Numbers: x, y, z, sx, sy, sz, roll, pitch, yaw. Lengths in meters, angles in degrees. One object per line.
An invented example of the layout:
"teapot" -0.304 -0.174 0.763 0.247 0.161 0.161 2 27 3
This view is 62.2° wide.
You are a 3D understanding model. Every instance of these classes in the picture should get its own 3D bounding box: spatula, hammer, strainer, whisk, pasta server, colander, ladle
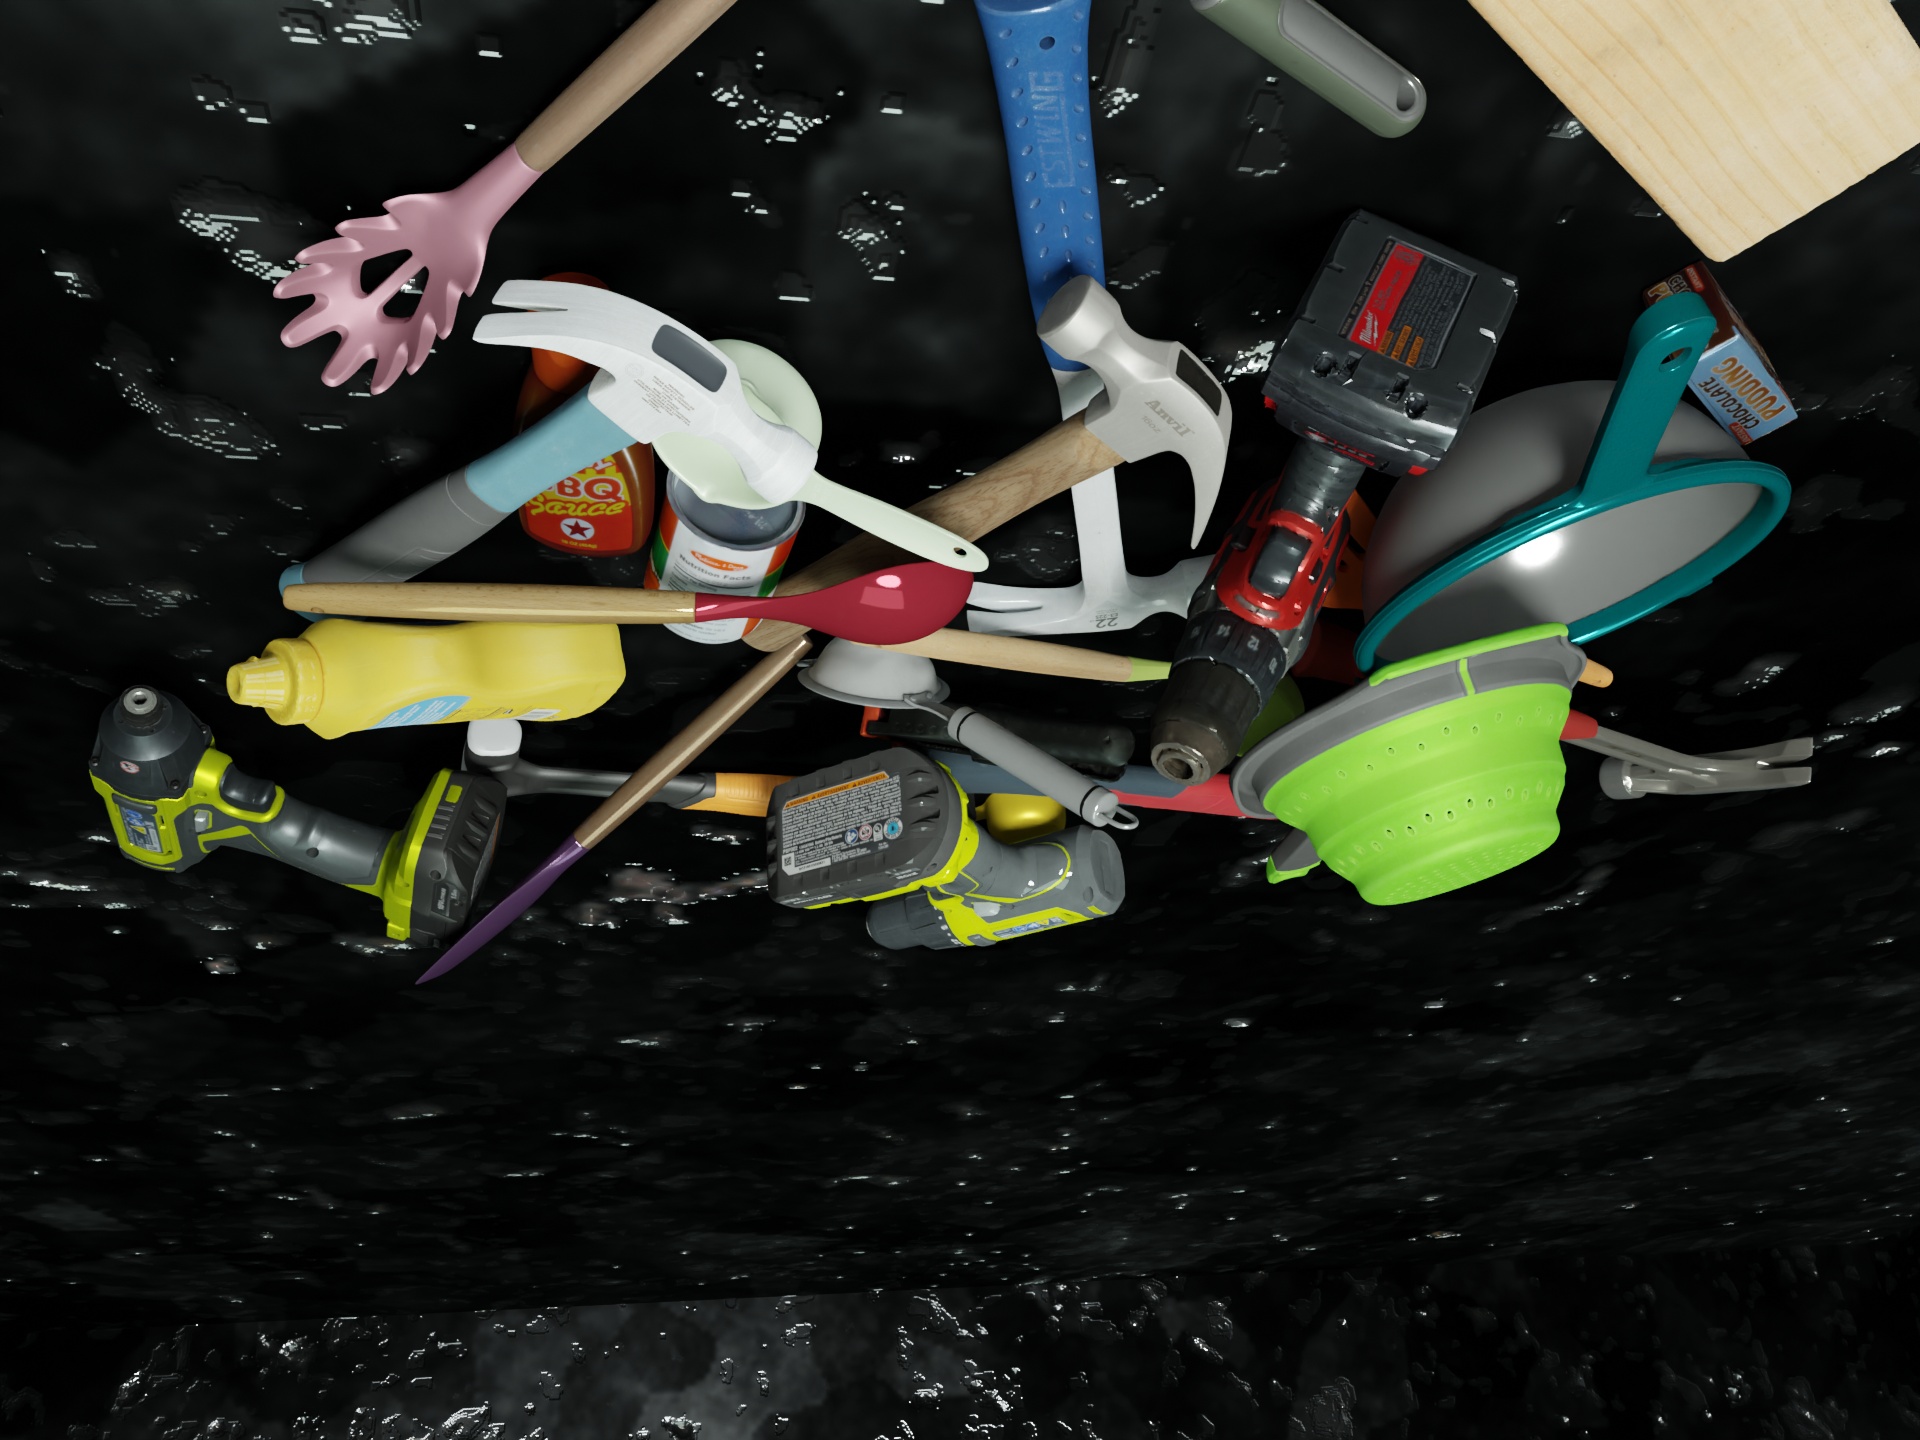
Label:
"spatula" -0.205 0.054 0.940 0.316 0.018 0.060 -41 175 11
"hammer" -0.216 -0.100 0.716 0.331 0.033 0.128 -17 134 41
"hammer" 0.144 0.038 1.068 0.386 0.038 0.143 6 146 -19
"strainer" 0.271 -0.122 0.724 0.211 0.095 0.340 -18 160 4
"spatula" 0.289 -0.067 0.930 0.322 0.041 0.081 15 144 -37
"hammer" 0.049 -0.156 0.723 0.144 0.035 0.405 -9 150 5
"whisk" 0.082 -0.260 0.545 0.246 0.058 0.059 15 179 -37
"pasta server" -0.143 -0.220 0.582 0.316 0.040 0.060 -28 117 30
"colander" 0.255 0.070 0.950 0.204 0.095 0.396 -14 161 -8
"hammer" 0.360 -0.005 0.999 0.358 0.037 0.149 15 166 -26
"hammer" -0.007 -0.093 0.765 0.130 0.031 0.331 34 145 -28
"ladle" -0.150 -0.055 0.740 0.315 0.031 0.069 1 158 -7
"strainer" -0.001 -0.003 0.851 0.087 0.259 0.050 -11 122 -44
"hammer" -0.154 0.052 1.047 0.336 0.034 0.127 5 147 -17
"ladle" 0.073 -0.020 0.891 0.320 0.062 0.078 6 166 -37

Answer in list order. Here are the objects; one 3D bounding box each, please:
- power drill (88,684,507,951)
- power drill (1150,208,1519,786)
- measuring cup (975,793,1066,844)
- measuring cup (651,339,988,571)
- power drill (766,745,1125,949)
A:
"power drill" -0.393 0.055 0.944 0.223 0.080 0.171 18 146 -10
"power drill" 0.152 -0.089 0.716 0.080 0.188 0.226 26 145 7
"measuring cup" 0.000 0.081 1.124 0.156 0.029 0.062 -15 148 13
"measuring cup" -0.059 -0.116 0.720 0.167 0.038 0.083 25 143 -7
"power drill" -0.024 0.099 1.039 0.190 0.080 0.228 -17 154 28
